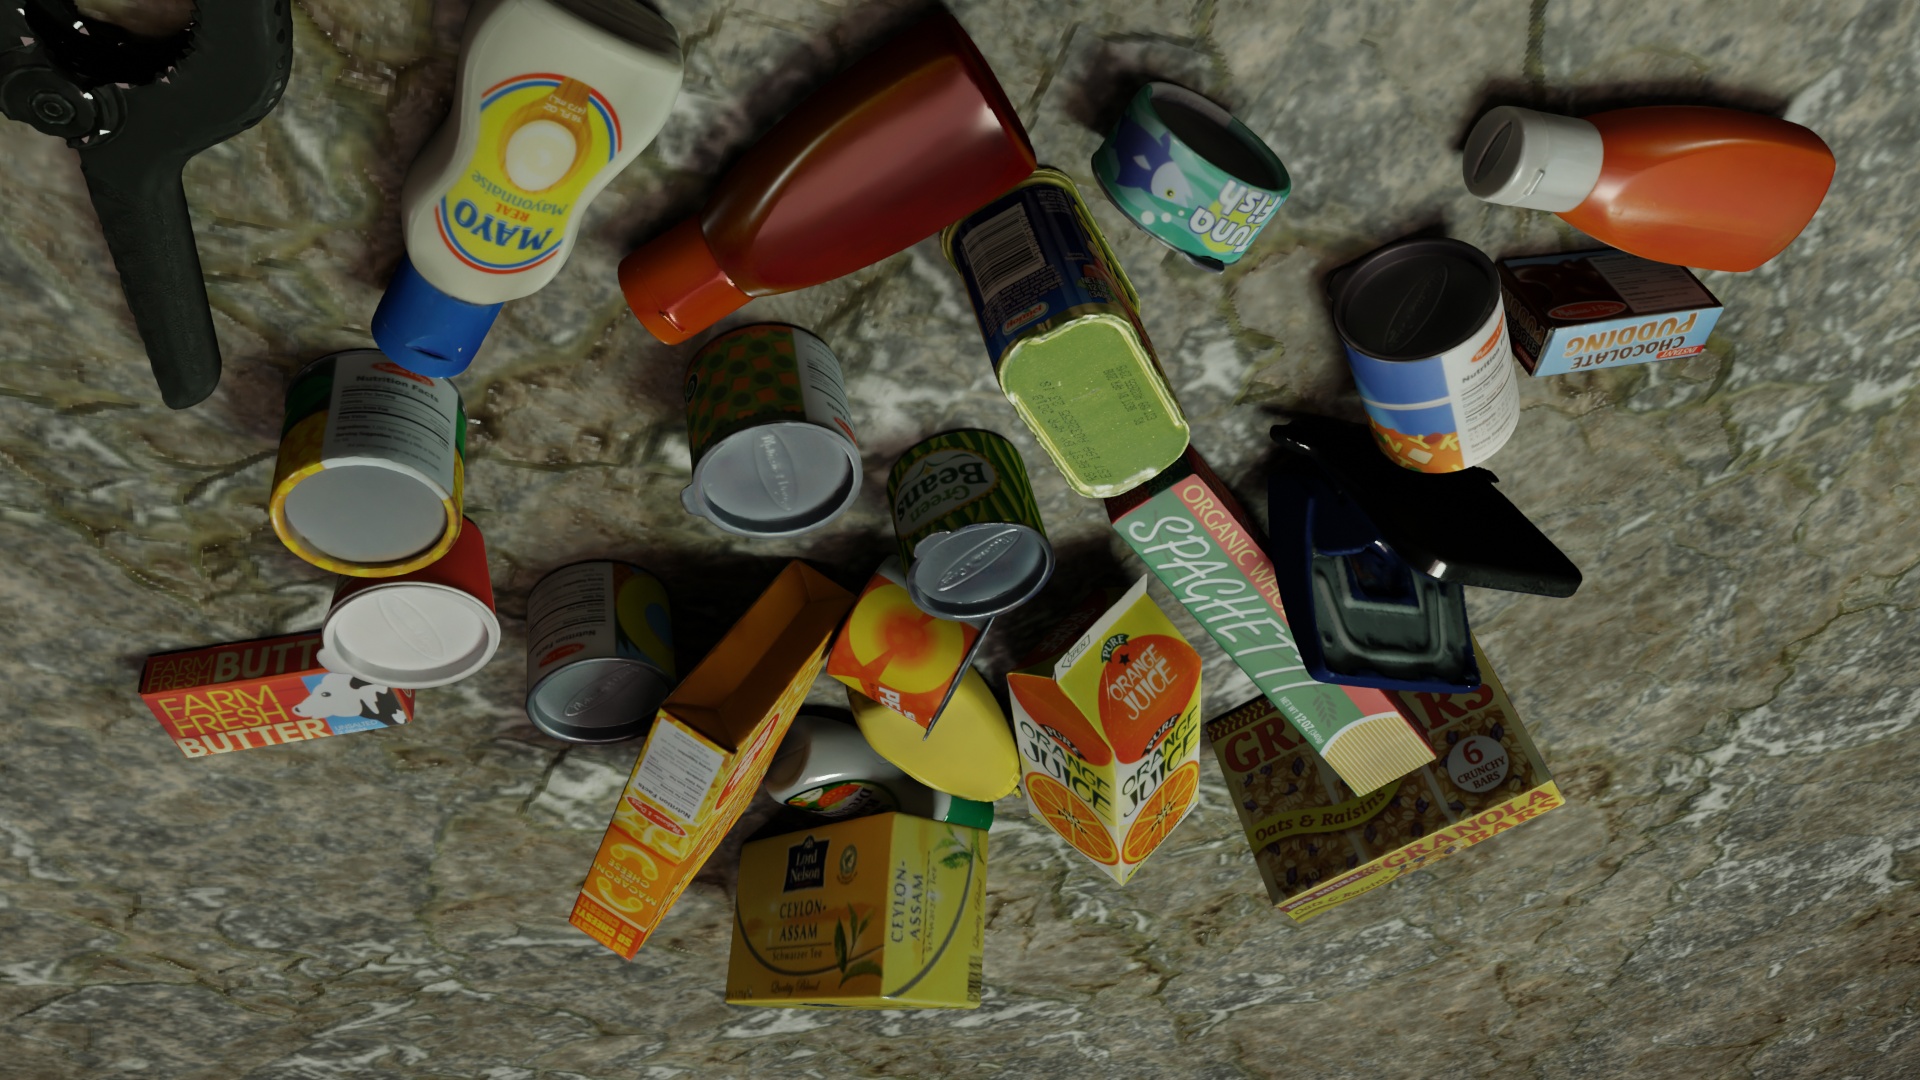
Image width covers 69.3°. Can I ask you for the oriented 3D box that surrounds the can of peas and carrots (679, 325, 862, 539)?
[{"bbox_3d":[-0.078,-0.042,0.554,0.071,0.059,0.070,-8,139,-7],"label":"can of peas and carrots"}]

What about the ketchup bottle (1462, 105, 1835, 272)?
[{"bbox_3d":[0.275,-0.146,0.560,0.149,0.044,0.064,2,136,-20],"label":"ketchup bottle"}]

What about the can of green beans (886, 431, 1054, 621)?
[{"bbox_3d":[0.003,-0.007,0.622,0.071,0.058,0.071,-9,140,-8],"label":"can of green beans"}]

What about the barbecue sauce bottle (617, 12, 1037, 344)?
[{"bbox_3d":[-0.051,-0.119,0.487,0.148,0.044,0.064,-28,138,15],"label":"barbecue sauce bottle"}]

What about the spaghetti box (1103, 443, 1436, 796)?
[{"bbox_3d":[0.162,0.047,0.709,0.050,0.029,0.249,-34,121,19],"label":"spaghetti box"}]

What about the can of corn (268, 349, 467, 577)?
[{"bbox_3d":[-0.223,-0.026,0.526,0.071,0.058,0.070,-9,139,-8],"label":"can of corn"}]

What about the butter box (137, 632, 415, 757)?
[{"bbox_3d":[-0.310,0.069,0.636,0.104,0.024,0.052,-8,140,-9],"label":"butter box"}]

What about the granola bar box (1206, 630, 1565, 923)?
[{"bbox_3d":[0.240,0.128,0.802,0.165,0.125,0.039,-30,138,17],"label":"granola bar box"}]

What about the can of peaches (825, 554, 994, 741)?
[{"bbox_3d":[-0.024,0.050,0.656,0.058,0.071,0.070,29,132,4],"label":"can of peaches"}]

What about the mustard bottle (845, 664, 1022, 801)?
[{"bbox_3d":[-0.003,0.107,0.759,0.065,0.049,0.159,-30,139,7],"label":"mustard bottle"}]

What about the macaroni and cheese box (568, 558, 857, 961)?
[{"bbox_3d":[-0.118,0.104,0.658,0.040,0.124,0.165,32,127,3],"label":"macaroni and cheese box"}]

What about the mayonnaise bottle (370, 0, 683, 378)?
[{"bbox_3d":[-0.151,-0.116,0.459,0.065,0.041,0.147,17,130,-35],"label":"mayonnaise bottle"}]

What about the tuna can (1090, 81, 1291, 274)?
[{"bbox_3d":[0.084,-0.130,0.496,0.071,0.071,0.032,13,132,-29],"label":"tuna can"}]

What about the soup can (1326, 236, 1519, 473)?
[{"bbox_3d":[0.200,-0.079,0.599,0.071,0.071,0.083,-25,140,11],"label":"soup can"}]

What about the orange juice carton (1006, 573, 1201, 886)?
[{"bbox_3d":[0.078,0.096,0.734,0.072,0.073,0.191,-42,147,-23],"label":"orange juice carton"}]

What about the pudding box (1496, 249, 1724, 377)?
[{"bbox_3d":[0.279,-0.102,0.608,0.084,0.050,0.030,-8,138,-10],"label":"pudding box"}]

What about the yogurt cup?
[{"bbox_3d":[-0.229,0.021,0.583,0.072,0.054,0.072,-9,140,-8],"label":"yogurt cup"}]

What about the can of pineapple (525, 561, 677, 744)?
[{"bbox_3d":[-0.164,0.053,0.637,0.071,0.058,0.070,-9,140,-7],"label":"can of pineapple"}]

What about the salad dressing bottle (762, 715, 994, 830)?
[{"bbox_3d":[-0.043,0.140,0.788,0.064,0.044,0.147,-32,139,33],"label":"salad dressing bottle"}]
